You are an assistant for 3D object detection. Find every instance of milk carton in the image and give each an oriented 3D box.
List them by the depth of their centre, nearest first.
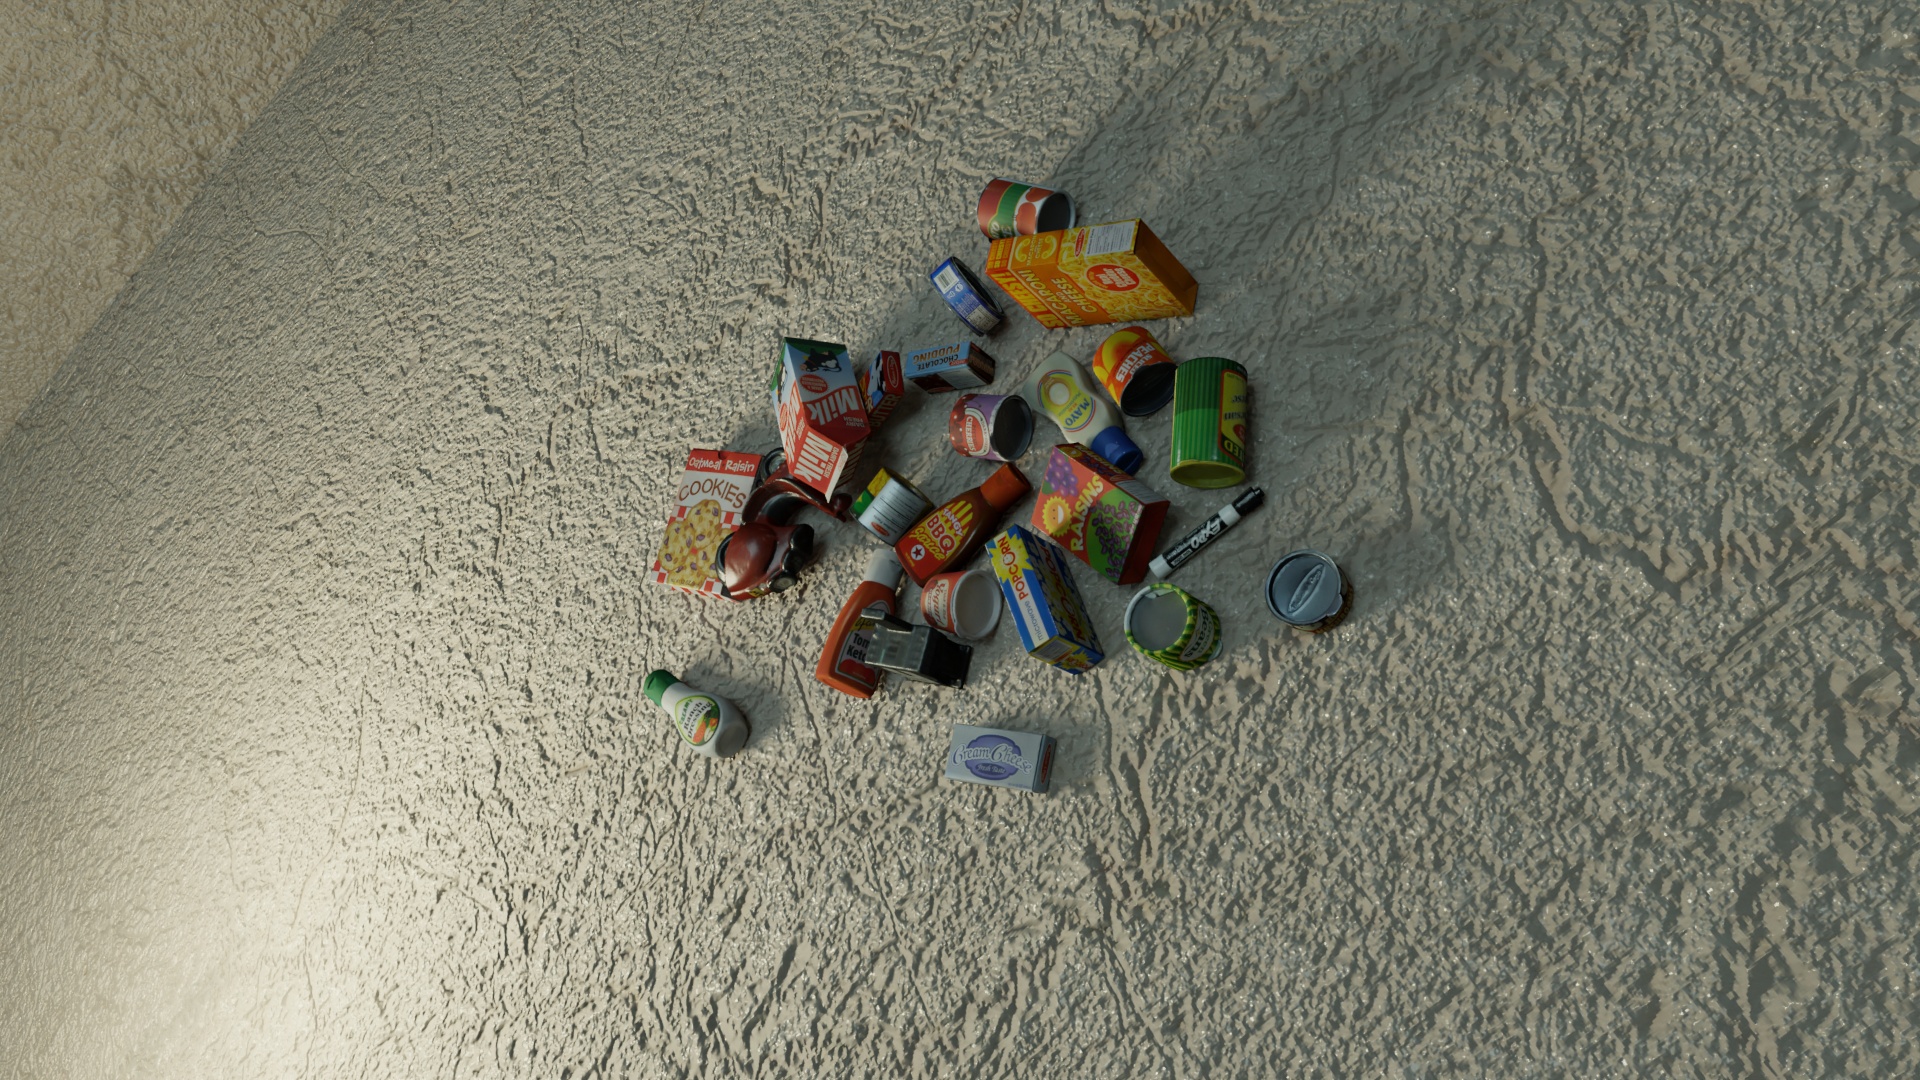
[{"bbox_3d":[-0.149,-0.131,1.495,0.191,0.073,0.072,-108,32,-41],"label":"milk carton"}]

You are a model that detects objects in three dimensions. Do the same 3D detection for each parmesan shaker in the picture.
[{"bbox_3d":[0.223,-0.107,1.247,0.071,0.071,0.103,-7,68,34],"label":"parmesan shaker"}]

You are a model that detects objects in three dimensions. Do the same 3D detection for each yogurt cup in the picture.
[{"bbox_3d":[-0.001,0.061,1.350,0.054,0.072,0.072,2,73,45],"label":"yogurt cup"}]

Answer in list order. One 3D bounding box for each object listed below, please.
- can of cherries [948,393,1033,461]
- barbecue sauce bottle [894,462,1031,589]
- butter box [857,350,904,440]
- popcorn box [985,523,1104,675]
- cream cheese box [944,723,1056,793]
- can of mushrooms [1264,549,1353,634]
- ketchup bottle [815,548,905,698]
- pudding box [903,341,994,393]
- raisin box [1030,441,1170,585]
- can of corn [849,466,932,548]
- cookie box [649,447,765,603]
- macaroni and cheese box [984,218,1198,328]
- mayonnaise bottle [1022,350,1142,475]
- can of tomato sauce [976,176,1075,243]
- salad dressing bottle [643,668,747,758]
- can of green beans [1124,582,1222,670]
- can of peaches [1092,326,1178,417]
[{"bbox_3d":[0.029,-0.114,1.392,0.058,0.071,0.071,8,77,38],"label":"can of cherries"},{"bbox_3d":[0.005,-0.017,1.388,0.148,0.043,0.065,-41,62,15],"label":"barbecue sauce bottle"},{"bbox_3d":[-0.092,-0.155,1.497,0.103,0.024,0.053,-47,44,52],"label":"butter box"},{"bbox_3d":[0.078,0.055,1.279,0.038,0.085,0.127,-35,55,22],"label":"popcorn box"},{"bbox_3d":[0.036,0.202,1.290,0.104,0.024,0.053,2,73,36],"label":"cream cheese box"},{"bbox_3d":[0.293,0.044,1.160,0.071,0.033,0.071,-14,63,31],"label":"can of mushrooms"},{"bbox_3d":[-0.095,0.082,1.412,0.043,0.064,0.149,-9,57,54],"label":"ketchup bottle"},{"bbox_3d":[-0.012,-0.182,1.463,0.083,0.049,0.030,-5,68,35],"label":"pudding box"},{"bbox_3d":[0.128,-0.026,1.285,0.123,0.040,0.085,37,123,39],"label":"raisin box"},{"bbox_3d":[-0.072,-0.035,1.439,0.058,0.071,0.071,-51,51,8],"label":"can of corn"},{"bbox_3d":[-0.282,-0.020,1.600,0.123,0.040,0.167,7,76,38],"label":"cookie box"},{"bbox_3d":[0.127,-0.255,1.344,0.166,0.123,0.040,1,70,36],"label":"macaroni and cheese box"},{"bbox_3d":[0.121,-0.119,1.346,0.064,0.041,0.148,-47,52,13],"label":"mayonnaise bottle"},{"bbox_3d":[0.069,-0.340,1.458,0.083,0.071,0.071,23,87,39],"label":"can of tomato sauce"},{"bbox_3d":[-0.294,0.187,1.523,0.148,0.044,0.064,27,87,40],"label":"salad dressing bottle"},{"bbox_3d":[0.185,0.075,1.211,0.071,0.058,0.071,-14,65,31],"label":"can of green beans"},{"bbox_3d":[0.166,-0.161,1.312,0.071,0.071,0.058,-42,52,16],"label":"can of peaches"}]
